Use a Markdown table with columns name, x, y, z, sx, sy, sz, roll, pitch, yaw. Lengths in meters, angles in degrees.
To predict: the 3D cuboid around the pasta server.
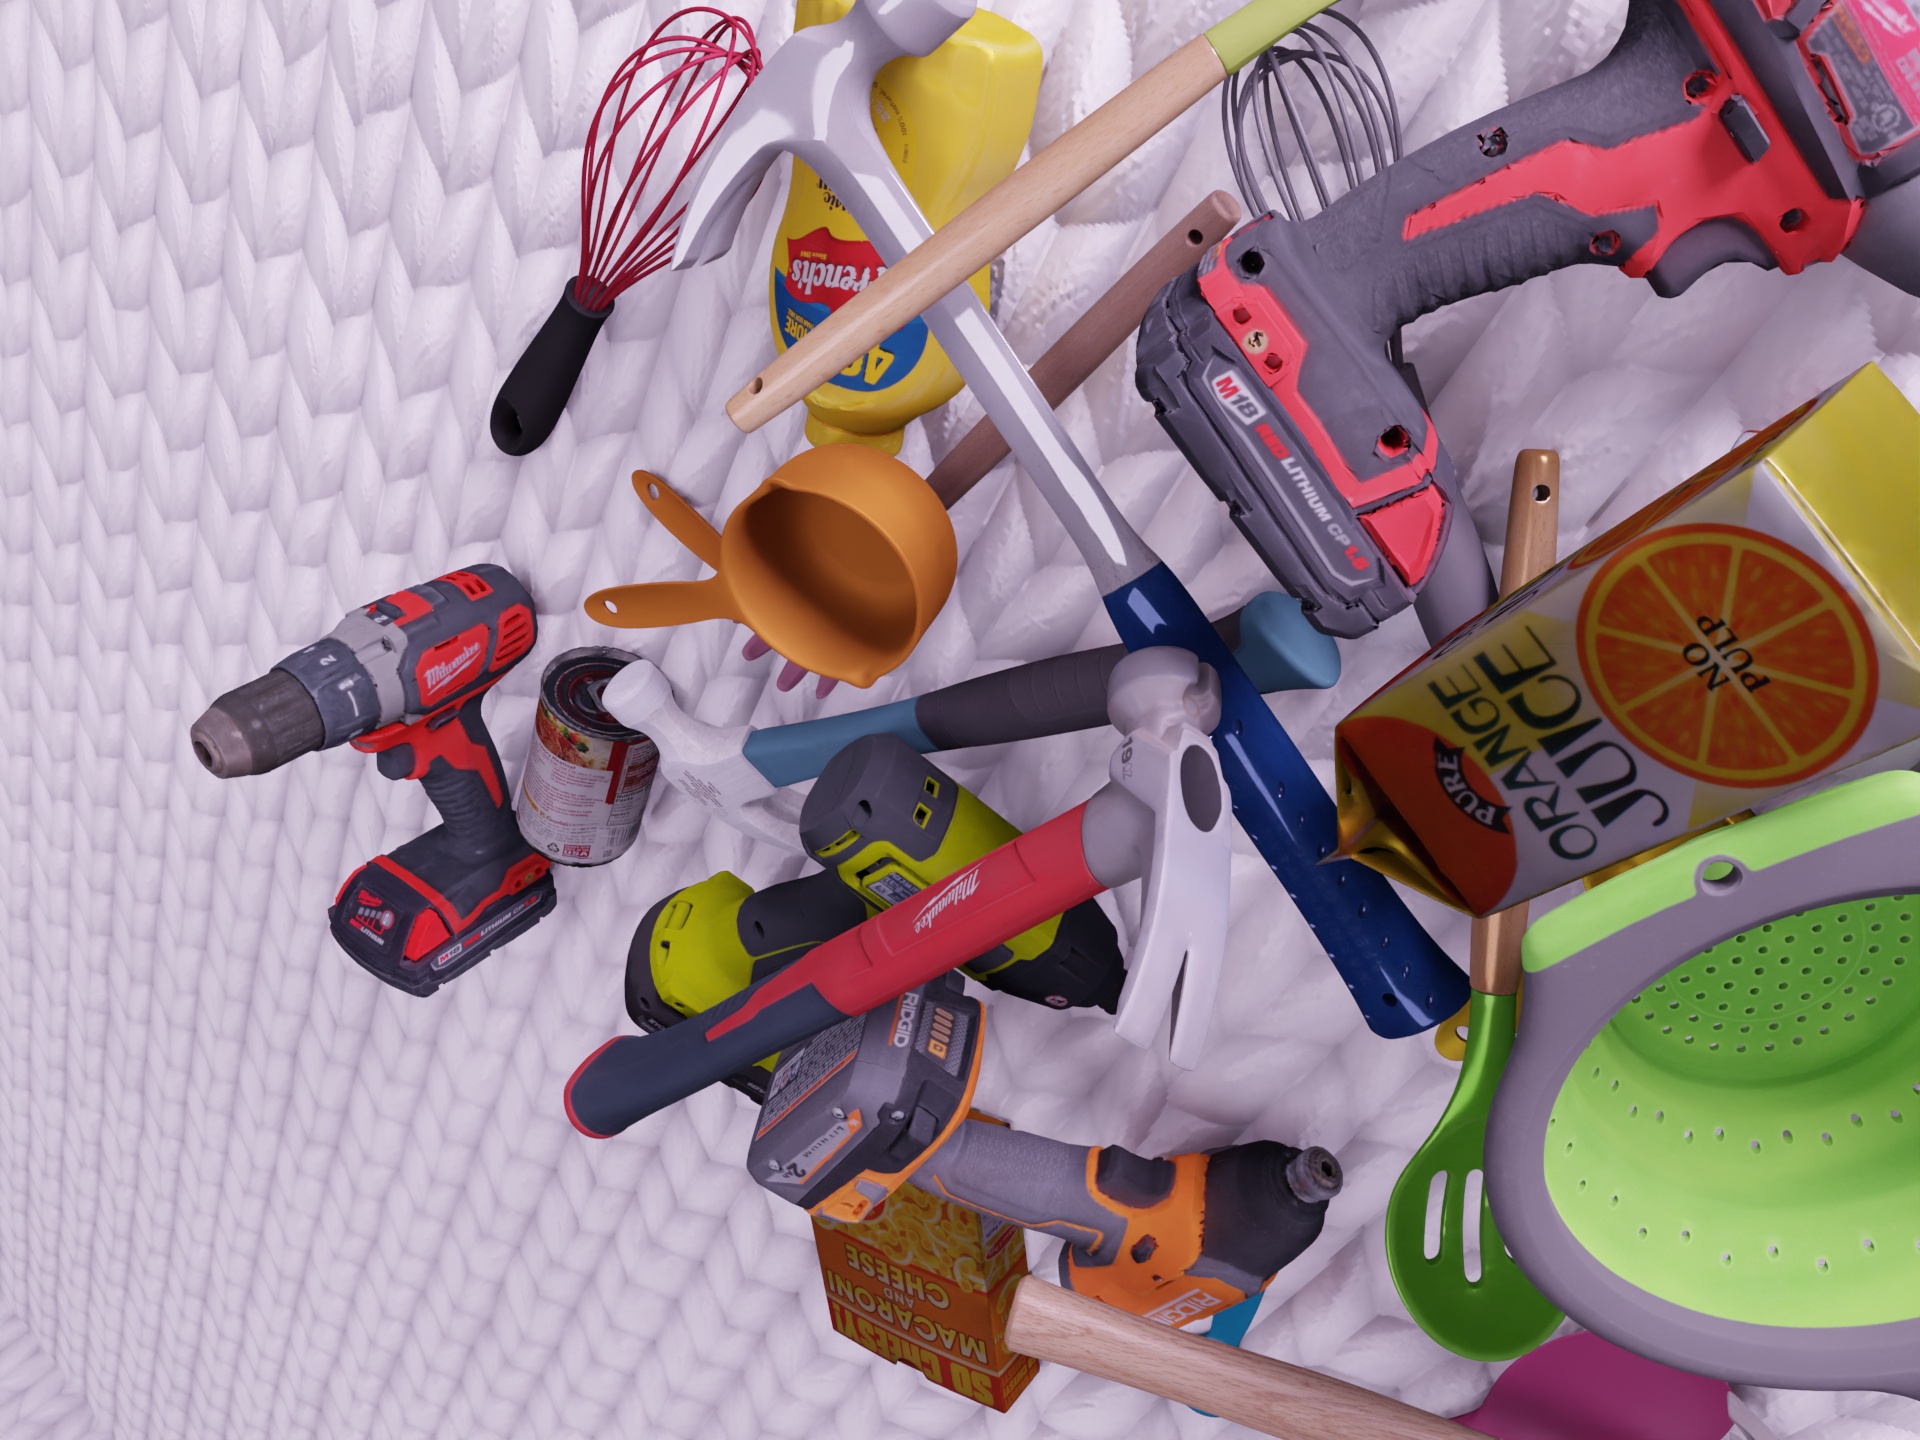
| name | x | y | z | sx | sy | sz | roll | pitch | yaw |
| --- | --- | --- | --- | --- | --- | --- | --- | --- | --- |
| pasta server | 0.000 | -0.098 | 0.629 | 0.060 | 0.040 | 0.316 | 43 | 138 | -8 |

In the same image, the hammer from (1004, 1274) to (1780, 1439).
| name | x | y | z | sx | sy | sz | roll | pitch | yaw |
| --- | --- | --- | --- | --- | --- | --- | --- | --- | --- |
| hammer | 0.179 | 0.290 | 0.643 | 0.331 | 0.031 | 0.130 | 15 | 121 | 11 |

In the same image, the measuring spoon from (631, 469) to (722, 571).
| name | x | y | z | sx | sy | sz | roll | pitch | yaw |
| --- | --- | --- | --- | --- | --- | --- | --- | --- | --- |
| measuring spoon | -0.118 | -0.086 | 0.766 | 0.117 | 0.011 | 0.021 | 41 | 131 | 19 |

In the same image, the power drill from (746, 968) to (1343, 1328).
| name | x | y | z | sx | sy | sz | roll | pitch | yaw |
| --- | --- | --- | --- | --- | --- | --- | --- | --- | --- |
| power drill | 0.042 | 0.188 | 0.684 | 0.226 | 0.084 | 0.164 | 29 | 134 | -15 |

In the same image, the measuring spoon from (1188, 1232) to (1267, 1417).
| name | x | y | z | sx | sy | sz | roll | pitch | yaw |
| --- | --- | --- | --- | --- | --- | --- | --- | --- | --- |
| measuring spoon | 0.125 | 0.289 | 0.755 | 0.042 | 0.021 | 0.128 | 27 | 126 | 26 |

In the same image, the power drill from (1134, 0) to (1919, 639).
| name | x | y | z | sx | sy | sz | roll | pitch | yaw |
| --- | --- | --- | --- | --- | --- | --- | --- | --- | --- |
| power drill | 0.170 | -0.124 | 0.439 | 0.219 | 0.079 | 0.143 | -33 | 104 | 26 |

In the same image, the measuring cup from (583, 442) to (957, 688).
| name | x | y | z | sx | sy | sz | roll | pitch | yaw |
| --- | --- | --- | --- | --- | --- | --- | --- | --- | --- |
| measuring cup | -0.080 | -0.064 | 0.652 | 0.174 | 0.052 | 0.095 | -3 | 124 | 34 |

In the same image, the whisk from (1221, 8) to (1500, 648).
| name | x | y | z | sx | sy | sz | roll | pitch | yaw |
| --- | --- | --- | --- | --- | --- | --- | --- | --- | --- |
| whisk | 0.141 | -0.113 | 0.522 | 0.055 | 0.055 | 0.239 | -9 | 111 | 41 |

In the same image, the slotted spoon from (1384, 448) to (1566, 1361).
| name | x | y | z | sx | sy | sz | roll | pitch | yaw |
| --- | --- | --- | --- | --- | --- | --- | --- | --- | --- |
| slotted spoon | 0.186 | 0.066 | 0.542 | 0.070 | 0.031 | 0.313 | 1 | 100 | 1 |

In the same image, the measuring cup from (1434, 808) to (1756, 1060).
| name | x | y | z | sx | sy | sz | roll | pitch | yaw |
| --- | --- | --- | --- | --- | --- | --- | --- | --- | --- |
| measuring cup | 0.221 | 0.075 | 0.566 | 0.062 | 0.029 | 0.156 | 44 | 135 | 12 |

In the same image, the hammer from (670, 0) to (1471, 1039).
| name | x | y | z | sx | sy | sz | roll | pitch | yaw |
| --- | --- | --- | --- | --- | --- | --- | --- | --- | --- |
| hammer | 0.050 | -0.057 | 0.563 | 0.144 | 0.035 | 0.405 | -30 | 98 | 35 |

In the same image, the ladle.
| name | x | y | z | sx | sy | sz | roll | pitch | yaw |
| --- | --- | --- | --- | --- | --- | --- | --- | --- | --- |
| ladle | 0.048 | -0.186 | 0.467 | 0.320 | 0.062 | 0.078 | -33 | 57 | 18 |

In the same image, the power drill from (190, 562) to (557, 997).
| name | x | y | z | sx | sy | sz | roll | pitch | yaw |
| --- | --- | --- | --- | --- | --- | --- | --- | --- | --- |
| power drill | -0.309 | 0.041 | 0.864 | 0.080 | 0.188 | 0.226 | 26 | 130 | 27 |

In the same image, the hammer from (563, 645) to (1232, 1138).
| name | x | y | z | sx | sy | sz | roll | pitch | yaw |
| --- | --- | --- | --- | --- | --- | --- | --- | --- | --- |
| hammer | -0.050 | 0.113 | 0.609 | 0.038 | 0.143 | 0.386 | 31 | 136 | -27 |

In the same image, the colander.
| name | x | y | z | sx | sy | sz | roll | pitch | yaw |
| --- | --- | --- | --- | --- | --- | --- | --- | --- | --- |
| colander | 0.300 | 0.157 | 0.505 | 0.204 | 0.095 | 0.396 | -28 | 114 | 21 |

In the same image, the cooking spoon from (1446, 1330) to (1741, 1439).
| name | x | y | z | sx | sy | sz | roll | pitch | yaw |
| --- | --- | --- | --- | --- | --- | --- | --- | --- | --- |
| cooking spoon | 0.203 | 0.326 | 0.715 | 0.069 | 0.017 | 0.318 | 48 | 133 | 0 |

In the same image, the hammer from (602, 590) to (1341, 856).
| name | x | y | z | sx | sy | sz | roll | pitch | yaw |
| --- | --- | --- | --- | --- | --- | --- | --- | --- | --- |
| hammer | -0.001 | -0.002 | 0.674 | 0.331 | 0.033 | 0.128 | -12 | 131 | 36 |

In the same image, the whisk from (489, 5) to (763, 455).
| name | x | y | z | sx | sy | sz | roll | pitch | yaw |
| --- | --- | --- | --- | --- | --- | --- | --- | --- | --- |
| whisk | -0.158 | -0.200 | 0.707 | 0.073 | 0.073 | 0.296 | 55 | 140 | 2 |

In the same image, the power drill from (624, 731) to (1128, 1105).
| name | x | y | z | sx | sy | sz | roll | pitch | yaw |
| --- | --- | --- | --- | --- | --- | --- | --- | --- | --- |
| power drill | -0.041 | 0.108 | 0.738 | 0.171 | 0.080 | 0.223 | 38 | 136 | -20 |
